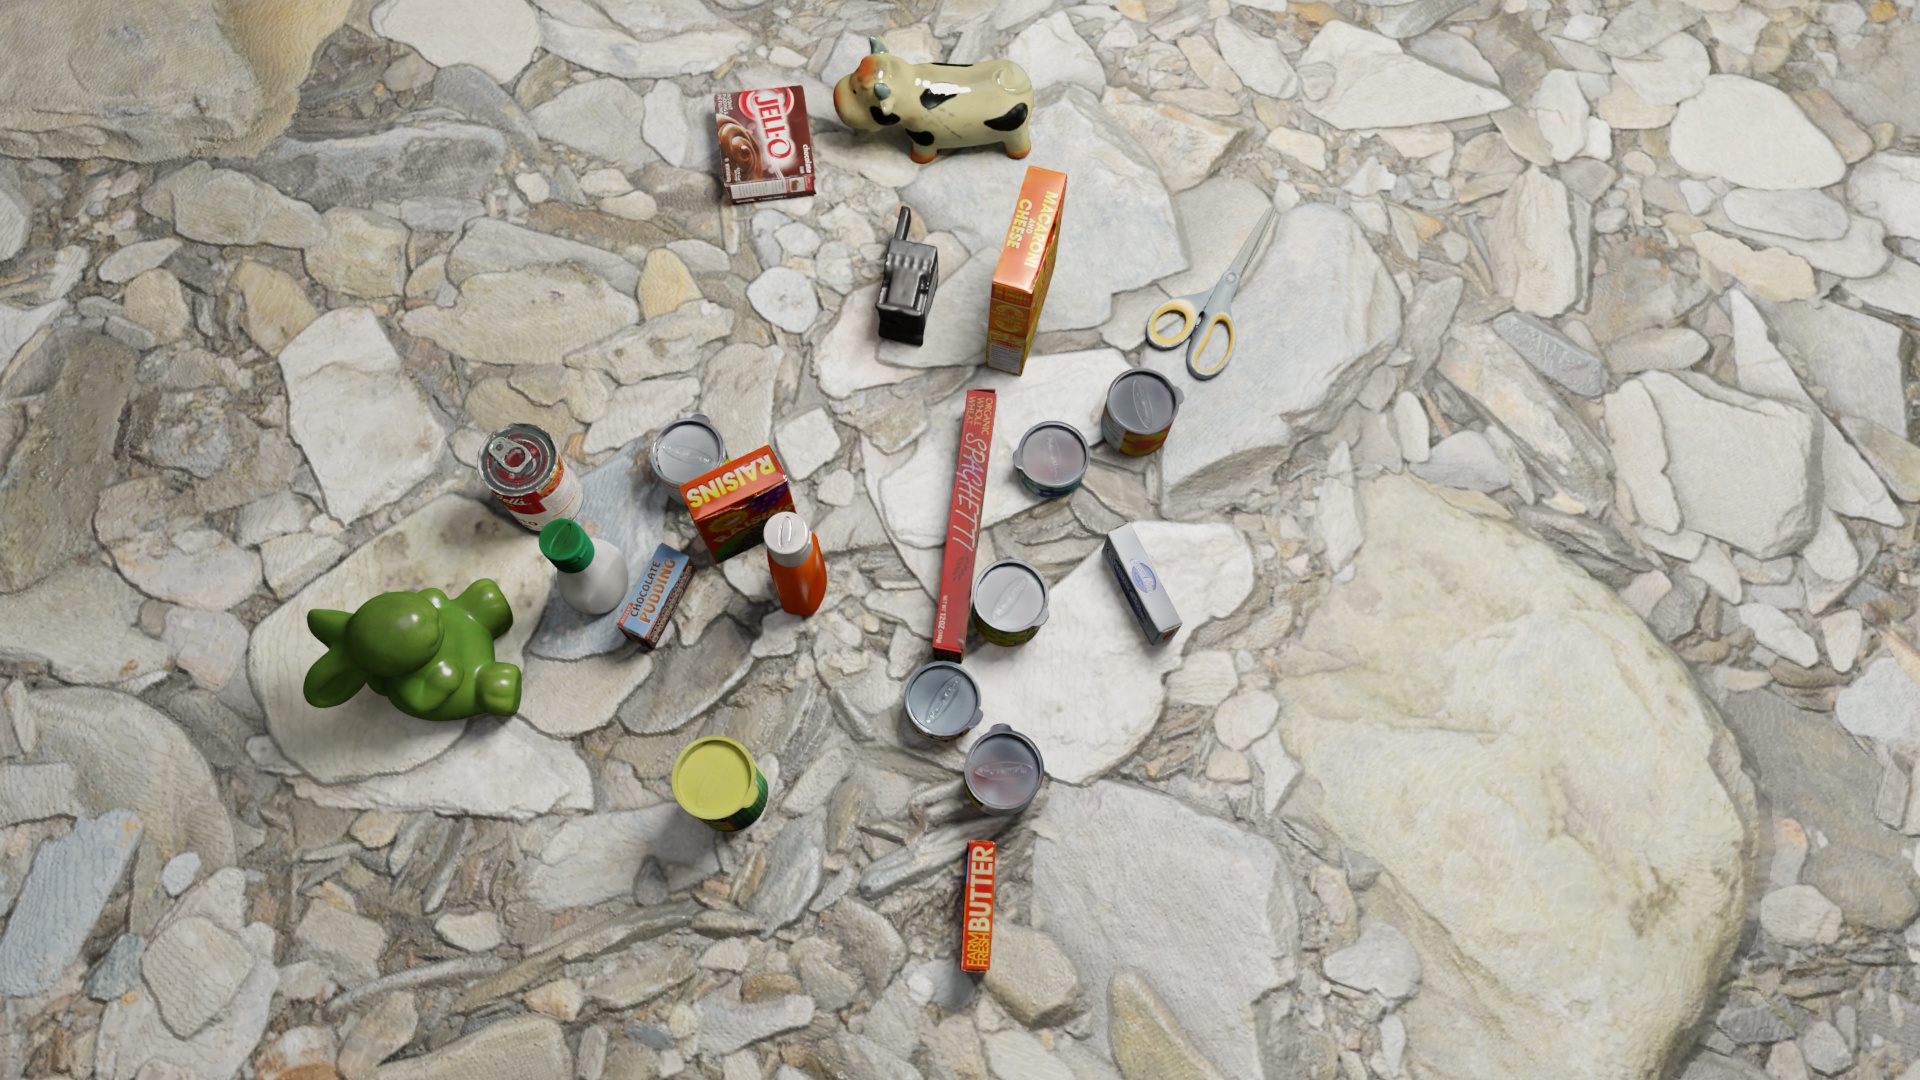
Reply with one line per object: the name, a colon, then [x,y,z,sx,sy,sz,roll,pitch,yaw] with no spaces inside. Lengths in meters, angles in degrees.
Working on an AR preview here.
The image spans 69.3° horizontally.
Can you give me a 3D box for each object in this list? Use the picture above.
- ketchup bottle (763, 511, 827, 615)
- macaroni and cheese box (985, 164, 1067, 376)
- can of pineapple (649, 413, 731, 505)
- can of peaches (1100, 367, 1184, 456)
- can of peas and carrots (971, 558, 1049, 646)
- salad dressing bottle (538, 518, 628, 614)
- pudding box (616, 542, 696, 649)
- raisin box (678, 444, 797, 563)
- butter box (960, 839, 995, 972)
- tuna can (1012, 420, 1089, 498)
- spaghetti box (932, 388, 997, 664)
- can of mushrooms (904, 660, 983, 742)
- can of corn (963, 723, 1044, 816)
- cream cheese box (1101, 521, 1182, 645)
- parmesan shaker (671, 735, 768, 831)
ketchup bottle: [-0.140,0.016,1.181,0.043,0.148,0.065,3,72,0]
macaroni and cheese box: [0.060,-0.242,1.264,0.040,0.166,0.124,16,72,4]
can of pineapple: [-0.241,-0.071,1.256,0.071,0.057,0.071,0,72,-1]
can of peaches: [0.167,-0.118,1.282,0.071,0.058,0.071,0,72,-1]
can of peas and carrots: [0.045,0.057,1.220,0.071,0.058,0.071,0,72,-1]
salad dressing bottle: [-0.319,0.021,1.176,0.044,0.147,0.064,25,73,7]
pudding box: [-0.267,0.049,1.219,0.030,0.049,0.084,24,73,6]
raisin box: [-0.191,-0.029,1.209,0.086,0.123,0.040,-25,74,-9]
butter box: [0.014,0.301,1.139,0.024,0.053,0.104,3,71,0]
tuna can: [0.082,-0.074,1.278,0.071,0.032,0.071,0,71,-1]
spaghetti box: [0.004,-0.016,1.248,0.029,0.050,0.251,7,71,1]
can of mushrooms: [-0.013,0.141,1.203,0.071,0.033,0.071,0,71,-1]
can of corn: [0.035,0.195,1.173,0.071,0.058,0.071,0,72,-1]
cream cheese box: [0.160,0.039,1.231,0.024,0.053,0.104,-23,74,-9]
parmesan shaker: [-0.193,0.203,1.141,0.071,0.102,0.071,0,72,-1]
